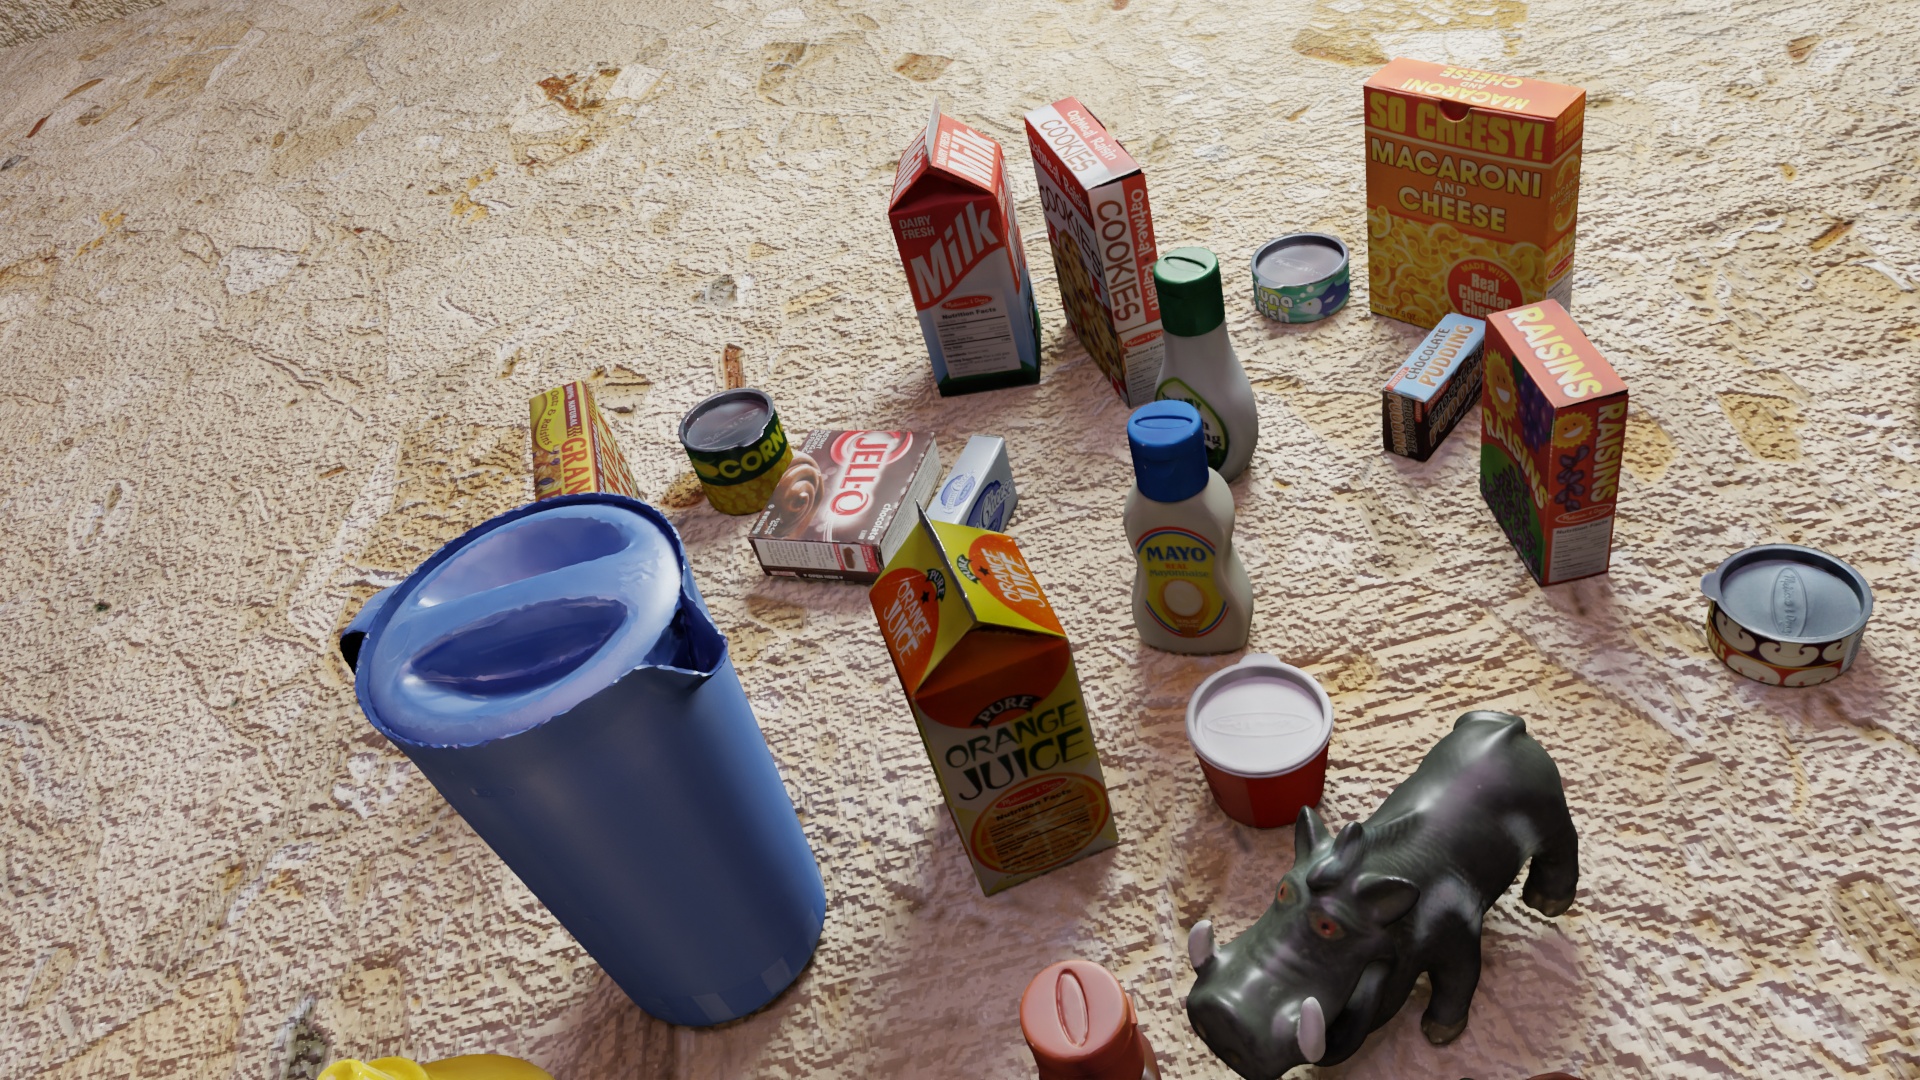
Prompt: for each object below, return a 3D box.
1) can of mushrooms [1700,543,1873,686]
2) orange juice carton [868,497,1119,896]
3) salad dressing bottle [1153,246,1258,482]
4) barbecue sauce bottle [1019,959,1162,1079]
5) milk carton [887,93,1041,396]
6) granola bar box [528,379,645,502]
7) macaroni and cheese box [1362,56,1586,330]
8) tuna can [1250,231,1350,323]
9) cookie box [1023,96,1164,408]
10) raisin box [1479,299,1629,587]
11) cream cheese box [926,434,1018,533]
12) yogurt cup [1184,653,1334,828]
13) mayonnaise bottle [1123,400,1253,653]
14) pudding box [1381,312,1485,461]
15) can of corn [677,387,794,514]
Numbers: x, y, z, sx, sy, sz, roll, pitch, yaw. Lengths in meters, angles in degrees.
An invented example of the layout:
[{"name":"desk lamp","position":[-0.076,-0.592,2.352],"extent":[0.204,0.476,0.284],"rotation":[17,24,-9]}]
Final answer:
[{"name":"can of mushrooms","position":[0.392,0.035,0.665],"extent":[0.071,0.033,0.071],"rotation":[-9,42,9]},{"name":"orange juice carton","position":[0.013,0.070,0.632],"extent":[0.073,0.191,0.072],"rotation":[-21,41,-5]},{"name":"salad dressing bottle","position":[0.140,-0.100,0.812],"extent":[0.064,0.147,0.044],"rotation":[27,57,39]},{"name":"barbecue sauce bottle","position":[0.054,0.206,0.503],"extent":[0.044,0.147,0.065],"rotation":[-13,41,5]},{"name":"milk carton","position":[0.002,-0.196,0.932],"extent":[0.073,0.189,0.073],"rotation":[-7,42,11]},{"name":"granola bar box","position":[-0.216,-0.002,0.841],"extent":[0.039,0.123,0.166],"rotation":[-20,41,-3]},{"name":"macaroni and cheese box","position":[0.311,-0.202,0.852],"extent":[0.040,0.165,0.124],"rotation":[-40,46,-24]},{"name":"tuna can","position":[0.233,-0.180,0.955],"extent":[0.071,0.032,0.071],"rotation":[-9,42,9]},{"name":"cookie box","position":[0.093,-0.189,0.911],"extent":[0.040,0.166,0.123],"rotation":[-21,41,-4]},{"name":"raisin box","position":[0.305,-0.050,0.719],"extent":[0.040,0.122,0.086],"rotation":[-14,41,4]},{"name":"cream cheese box","position":[0.003,-0.010,0.830],"extent":[0.024,0.053,0.104],"rotation":[7,46,26]},{"name":"yogurt cup","position":[0.144,0.100,0.662],"extent":[0.072,0.053,0.073],"rotation":[-10,42,9]},{"name":"mayonnaise bottle","position":[0.113,-0.004,0.714],"extent":[0.065,0.147,0.041],"rotation":[1,44,20]},{"name":"pudding box","position":[0.285,-0.092,0.829],"extent":[0.030,0.049,0.084],"rotation":[24,55,37]},{"name":"can of corn","position":[-0.146,-0.058,0.930],"extent":[0.071,0.058,0.071],"rotation":[-10,42,9]}]
